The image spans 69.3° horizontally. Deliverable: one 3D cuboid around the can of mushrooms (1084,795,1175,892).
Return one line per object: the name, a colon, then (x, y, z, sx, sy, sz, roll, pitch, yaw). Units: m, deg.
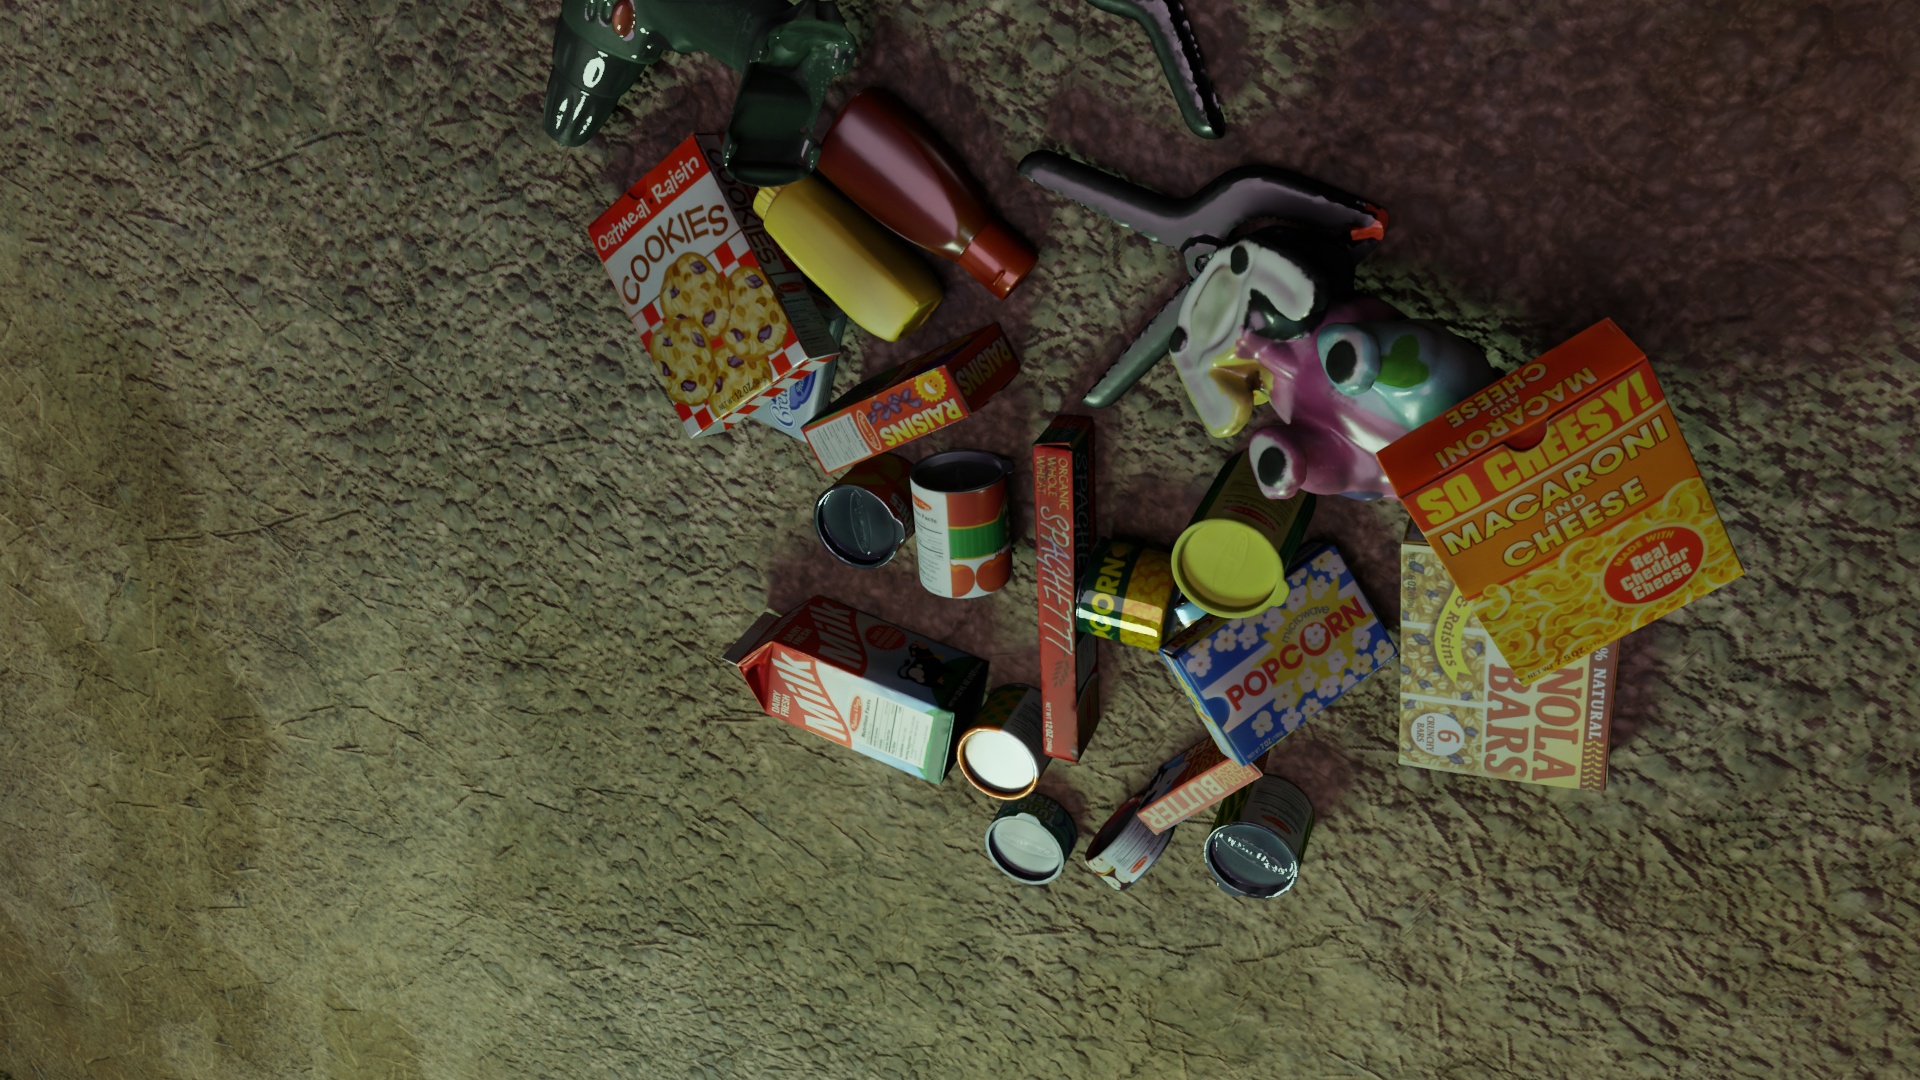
can of mushrooms: (0.124, 0.223, 1.024, 0.033, 0.071, 0.070, 41, 127, 0)

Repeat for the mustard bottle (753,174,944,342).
mustard bottle: (-0.085, -0.195, 0.896, 0.160, 0.065, 0.048, 42, 118, 6)

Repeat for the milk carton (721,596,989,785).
milk carton: (-0.082, 0.104, 1.055, 0.191, 0.073, 0.073, 20, 124, 14)

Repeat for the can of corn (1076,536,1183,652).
can of corn: (0.114, 0.036, 0.921, 0.058, 0.071, 0.070, 14, 122, 18)

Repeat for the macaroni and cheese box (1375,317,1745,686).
macaroni and cheese box: (0.298, -0.012, 0.685, 0.123, 0.040, 0.166, -32, 126, 17)

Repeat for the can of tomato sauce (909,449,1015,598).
can of tomato sauce: (0.003, -0.012, 0.953, 0.071, 0.071, 0.082, 8, 121, 22)

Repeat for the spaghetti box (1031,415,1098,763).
spaghetti box: (0.074, 0.036, 0.953, 0.029, 0.050, 0.248, 8, 120, 21)

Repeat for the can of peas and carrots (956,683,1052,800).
can of peas and carrots: (0.036, 0.151, 1.030, 0.071, 0.059, 0.070, 12, 121, 20)

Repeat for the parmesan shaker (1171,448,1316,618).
parmesan shaker: (0.177, -0.005, 0.846, 0.071, 0.103, 0.071, 12, 121, 21)

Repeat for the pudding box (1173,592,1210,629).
pudding box: (0.179, 0.062, 0.916, 0.030, 0.050, 0.083, -24, 104, 36)

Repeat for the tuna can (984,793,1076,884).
tuna can: (0.055, 0.230, 1.081, 0.071, 0.033, 0.070, 12, 121, 20)

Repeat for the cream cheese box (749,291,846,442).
cream cheese box: (-0.115, -0.124, 0.972, 0.053, 0.024, 0.103, 26, 125, 14)

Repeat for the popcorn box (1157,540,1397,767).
popcorn box: (0.200, 0.069, 0.873, 0.127, 0.038, 0.085, -35, 102, -8)

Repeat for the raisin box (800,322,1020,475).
raisin box: (-0.032, -0.092, 0.911, 0.123, 0.086, 0.040, -20, 105, 33)

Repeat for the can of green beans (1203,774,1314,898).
can of green beans: (0.210, 0.207, 0.976, 0.071, 0.058, 0.071, 12, 121, 20)

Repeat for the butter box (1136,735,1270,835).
butter box: (0.172, 0.163, 0.974, 0.024, 0.053, 0.103, 46, 127, -6)

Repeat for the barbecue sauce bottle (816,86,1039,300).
barbecue sauce bottle: (-0.018, -0.211, 0.865, 0.148, 0.044, 0.064, 41, 127, -1)

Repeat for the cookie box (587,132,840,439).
cookie box: (-0.170, -0.171, 0.940, 0.122, 0.040, 0.167, -28, 87, 34)

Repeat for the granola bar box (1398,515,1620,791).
granola bar box: (0.335, 0.070, 0.850, 0.124, 0.039, 0.164, 4, 119, 24)

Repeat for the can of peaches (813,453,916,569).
can of peaches: (-0.059, -0.021, 0.982, 0.071, 0.058, 0.071, 11, 121, 20)
